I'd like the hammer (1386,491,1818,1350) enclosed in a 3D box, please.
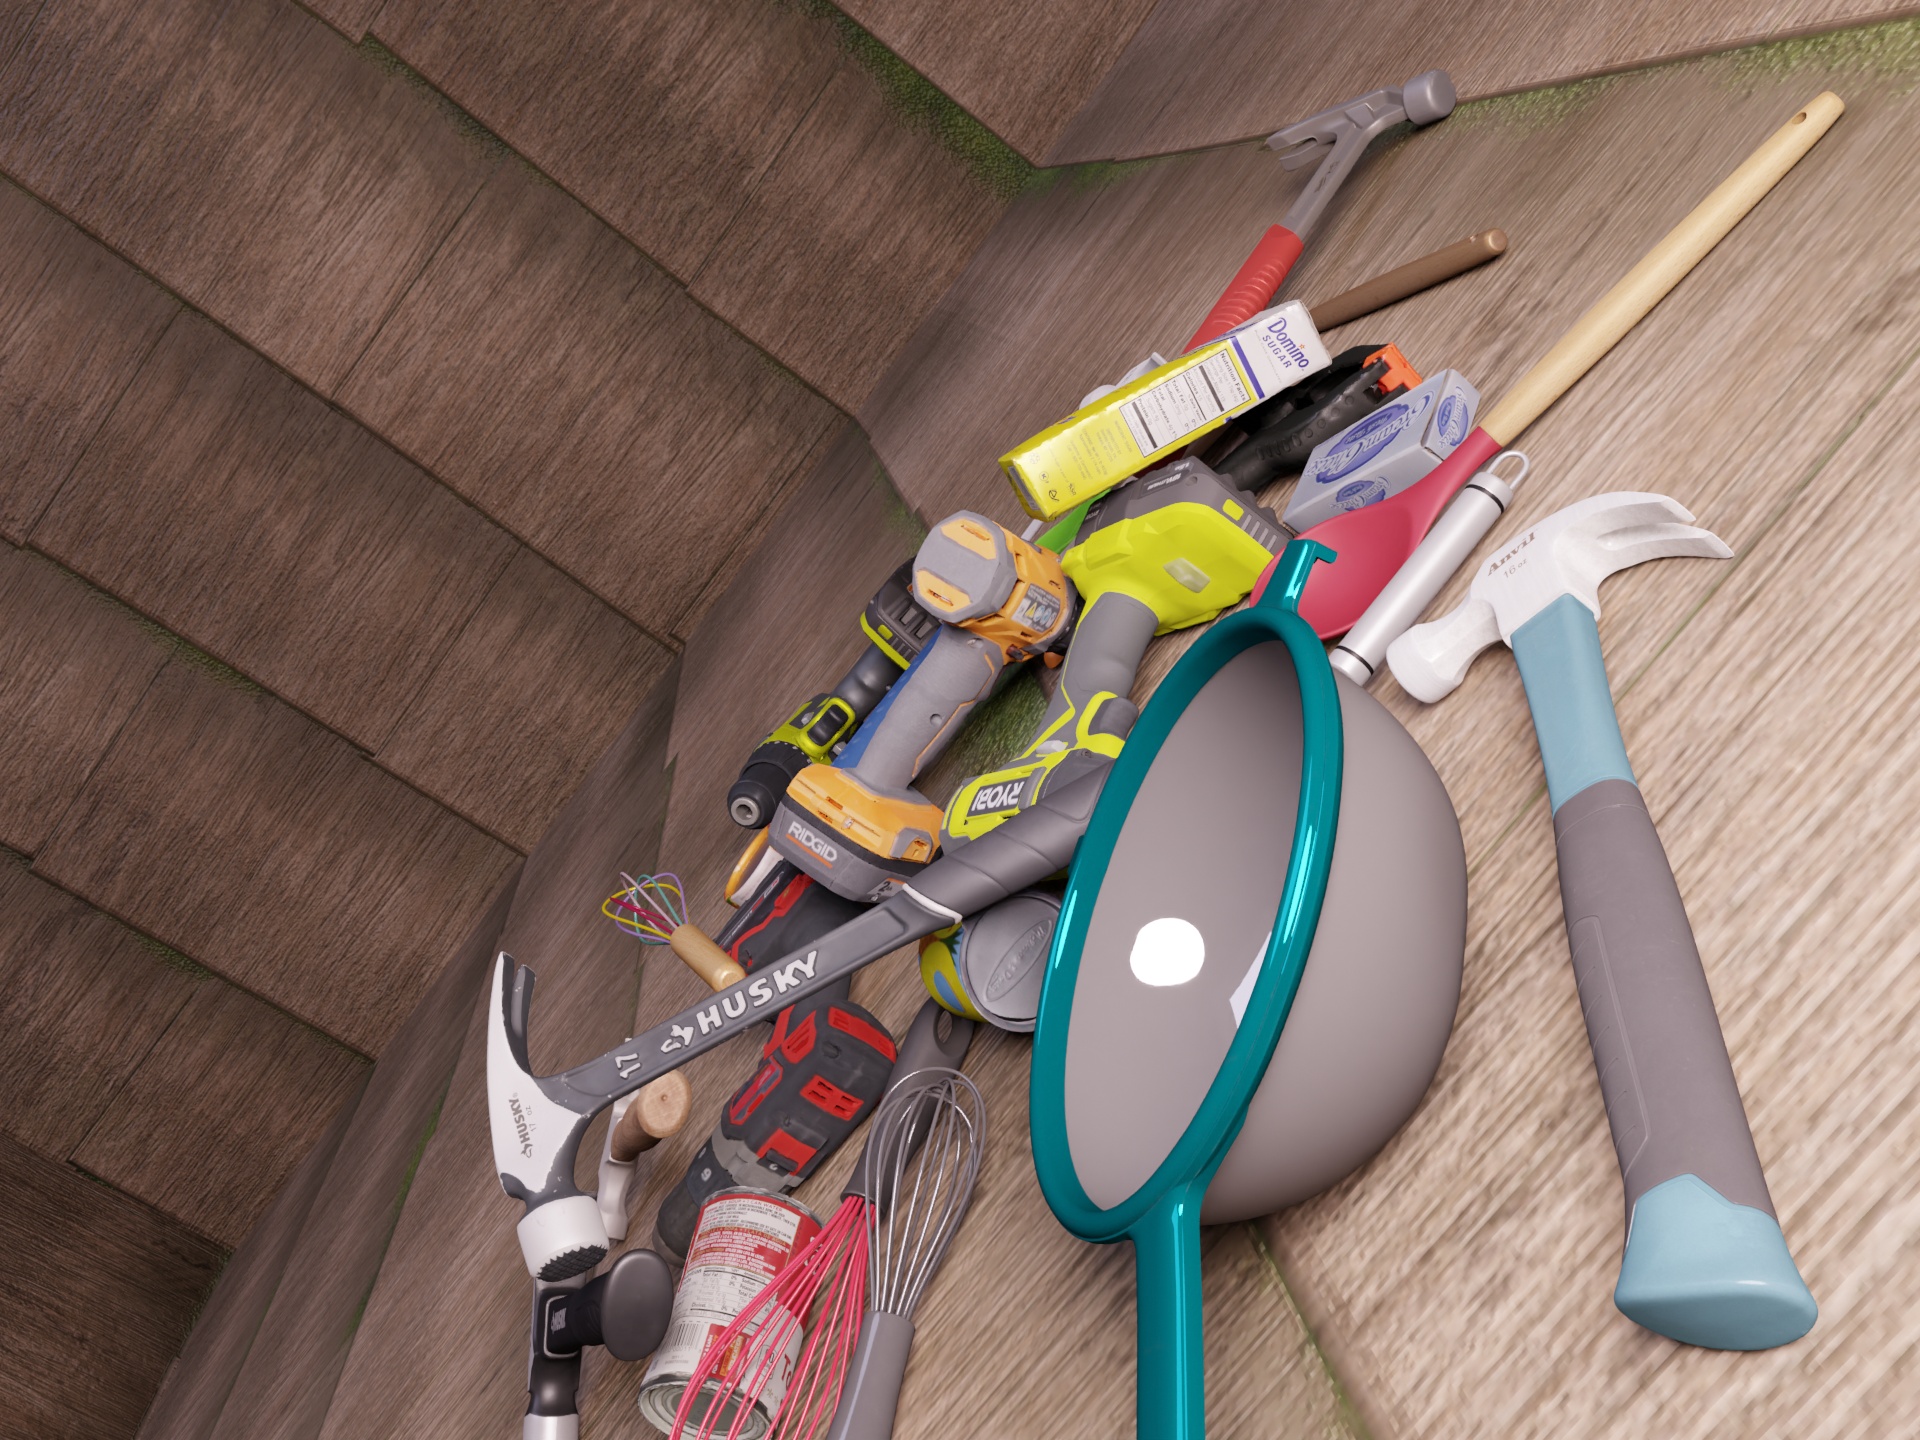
[{"bbox_3d":[0.194,0.037,0.481,0.128,0.033,0.331,-45,19,34],"label":"hammer"}]

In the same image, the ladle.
[{"bbox_3d":[0.250,-0.144,0.695,0.315,0.031,0.069,-46,40,20],"label":"ladle"}]

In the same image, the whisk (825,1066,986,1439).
[{"bbox_3d":[-0.033,0.253,0.666,0.055,0.055,0.239,-38,27,45],"label":"whisk"}]

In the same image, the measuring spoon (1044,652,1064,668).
[{"bbox_3d":[0.091,-0.084,1.052,0.117,0.011,0.021,-53,16,2],"label":"measuring spoon"}]

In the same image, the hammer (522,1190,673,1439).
[{"bbox_3d":[-0.193,0.304,0.829,0.334,0.035,0.146,131,141,-60],"label":"hammer"}]

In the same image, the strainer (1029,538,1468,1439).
[{"bbox_3d":[0.098,0.121,0.481,0.211,0.095,0.341,120,164,-45],"label":"strainer"}]

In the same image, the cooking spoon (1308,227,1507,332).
[{"bbox_3d":[0.232,-0.253,0.983,0.069,0.017,0.319,-56,16,-10],"label":"cooking spoon"}]

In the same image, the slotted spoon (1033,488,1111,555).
[{"bbox_3d":[0.146,-0.224,1.156,0.314,0.031,0.070,-52,16,1],"label":"slotted spoon"}]

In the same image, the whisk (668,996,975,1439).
[{"bbox_3d":[-0.053,0.239,0.730,0.073,0.073,0.296,-37,18,46],"label":"whisk"}]

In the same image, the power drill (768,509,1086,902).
[{"bbox_3d":[-0.002,-0.003,0.954,0.226,0.084,0.185,-61,-27,6],"label":"power drill"}]

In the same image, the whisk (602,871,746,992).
[{"bbox_3d":[-0.189,0.141,1.044,0.245,0.047,0.051,16,92,64],"label":"whisk"}]

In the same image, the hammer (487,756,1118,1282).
[{"bbox_3d":[-0.032,0.088,0.715,0.409,0.036,0.149,-29,58,1],"label":"hammer"}]

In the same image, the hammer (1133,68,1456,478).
[{"bbox_3d":[0.190,-0.290,1.035,0.149,0.036,0.359,-3,46,53],"label":"hammer"}]

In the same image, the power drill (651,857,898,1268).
[{"bbox_3d":[-0.114,0.201,0.955,0.188,0.080,0.227,-50,20,17],"label":"power drill"}]

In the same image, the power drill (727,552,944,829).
[{"bbox_3d":[-0.086,-0.016,1.245,0.228,0.080,0.190,-47,1,26],"label":"power drill"}]

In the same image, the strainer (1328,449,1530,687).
[{"bbox_3d":[0.159,-0.014,0.667,0.087,0.050,0.258,36,84,37],"label":"strainer"}]

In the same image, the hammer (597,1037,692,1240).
[{"bbox_3d":[-0.197,0.248,0.979,0.331,0.031,0.130,130,151,-65],"label":"hammer"}]

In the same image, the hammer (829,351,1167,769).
[{"bbox_3d":[0.019,-0.088,1.059,0.405,0.035,0.144,-54,12,-16],"label":"hammer"}]

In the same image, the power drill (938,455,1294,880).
[{"bbox_3d":[0.086,-0.020,0.833,0.171,0.080,0.223,-17,44,60],"label":"power drill"}]

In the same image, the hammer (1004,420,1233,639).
[{"bbox_3d":[0.059,-0.083,1.071,0.410,0.038,0.146,-48,9,18],"label":"hammer"}]
